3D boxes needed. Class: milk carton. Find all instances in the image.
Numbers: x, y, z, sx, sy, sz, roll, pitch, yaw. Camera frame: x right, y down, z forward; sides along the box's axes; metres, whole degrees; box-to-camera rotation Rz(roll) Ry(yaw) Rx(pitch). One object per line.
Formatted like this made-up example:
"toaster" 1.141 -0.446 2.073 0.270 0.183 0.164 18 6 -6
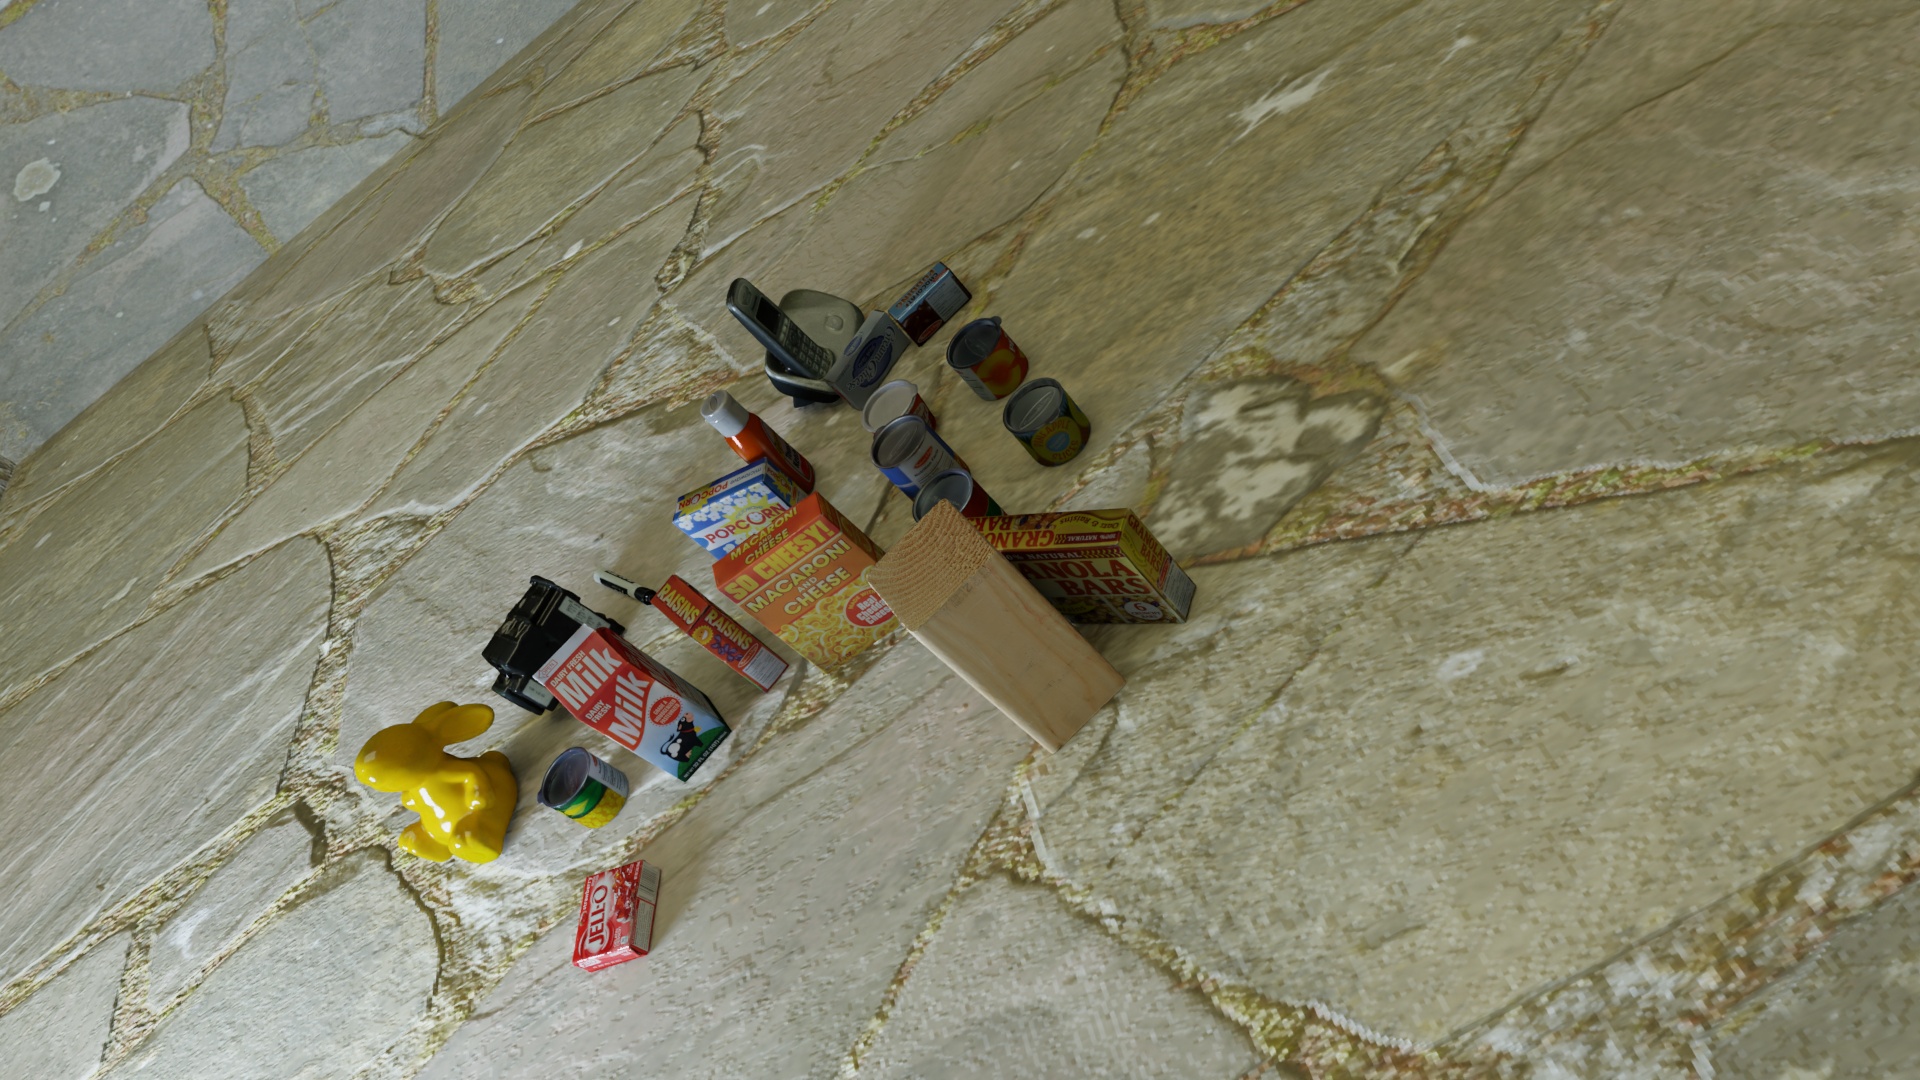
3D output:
"milk carton" -0.318 0.151 1.340 0.072 0.190 0.073 -47 41 -2

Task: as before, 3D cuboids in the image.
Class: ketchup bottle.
"ketchup bottle" -0.219 -0.104 1.500 0.043 0.148 0.065 -35 42 12

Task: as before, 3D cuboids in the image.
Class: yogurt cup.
"yogurt cup" -0.062 -0.128 1.464 0.072 0.054 0.073 -22 46 25

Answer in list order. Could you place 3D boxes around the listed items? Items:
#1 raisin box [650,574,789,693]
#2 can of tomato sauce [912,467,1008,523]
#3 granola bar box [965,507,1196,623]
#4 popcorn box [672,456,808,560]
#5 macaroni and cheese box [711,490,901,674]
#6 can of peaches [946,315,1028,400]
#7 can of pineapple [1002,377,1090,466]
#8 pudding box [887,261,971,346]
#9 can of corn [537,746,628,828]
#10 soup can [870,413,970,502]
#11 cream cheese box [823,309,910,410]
"raisin box" -0.238 0.092 1.373 0.040 0.123 0.086 -51 41 -7
"can of tomato sauce" 0.005 -0.016 1.295 0.071 0.083 0.071 -22 46 25
"granola bar box" 0.094 0.025 1.158 0.165 0.124 0.039 -3 56 38
"popcorn box" -0.234 -0.032 1.500 0.126 0.085 0.038 -22 46 24
"macaroni and cheese box" -0.130 0.042 1.294 0.123 0.166 0.040 -35 42 12
"can of peaches" 0.030 -0.188 1.435 0.071 0.058 0.071 -22 46 25
"can of pineapple" 0.084 -0.112 1.329 0.071 0.057 0.071 -22 46 25
"pudding box" -0.035 -0.265 1.556 0.083 0.049 0.030 -44 41 1
"can of corn" -0.383 0.253 1.409 0.071 0.058 0.071 -22 46 25
"soup can" -0.040 -0.076 1.381 0.071 0.083 0.072 -22 46 25
"cream cheese box" -0.105 -0.203 1.559 0.024 0.053 0.104 20 71 46
